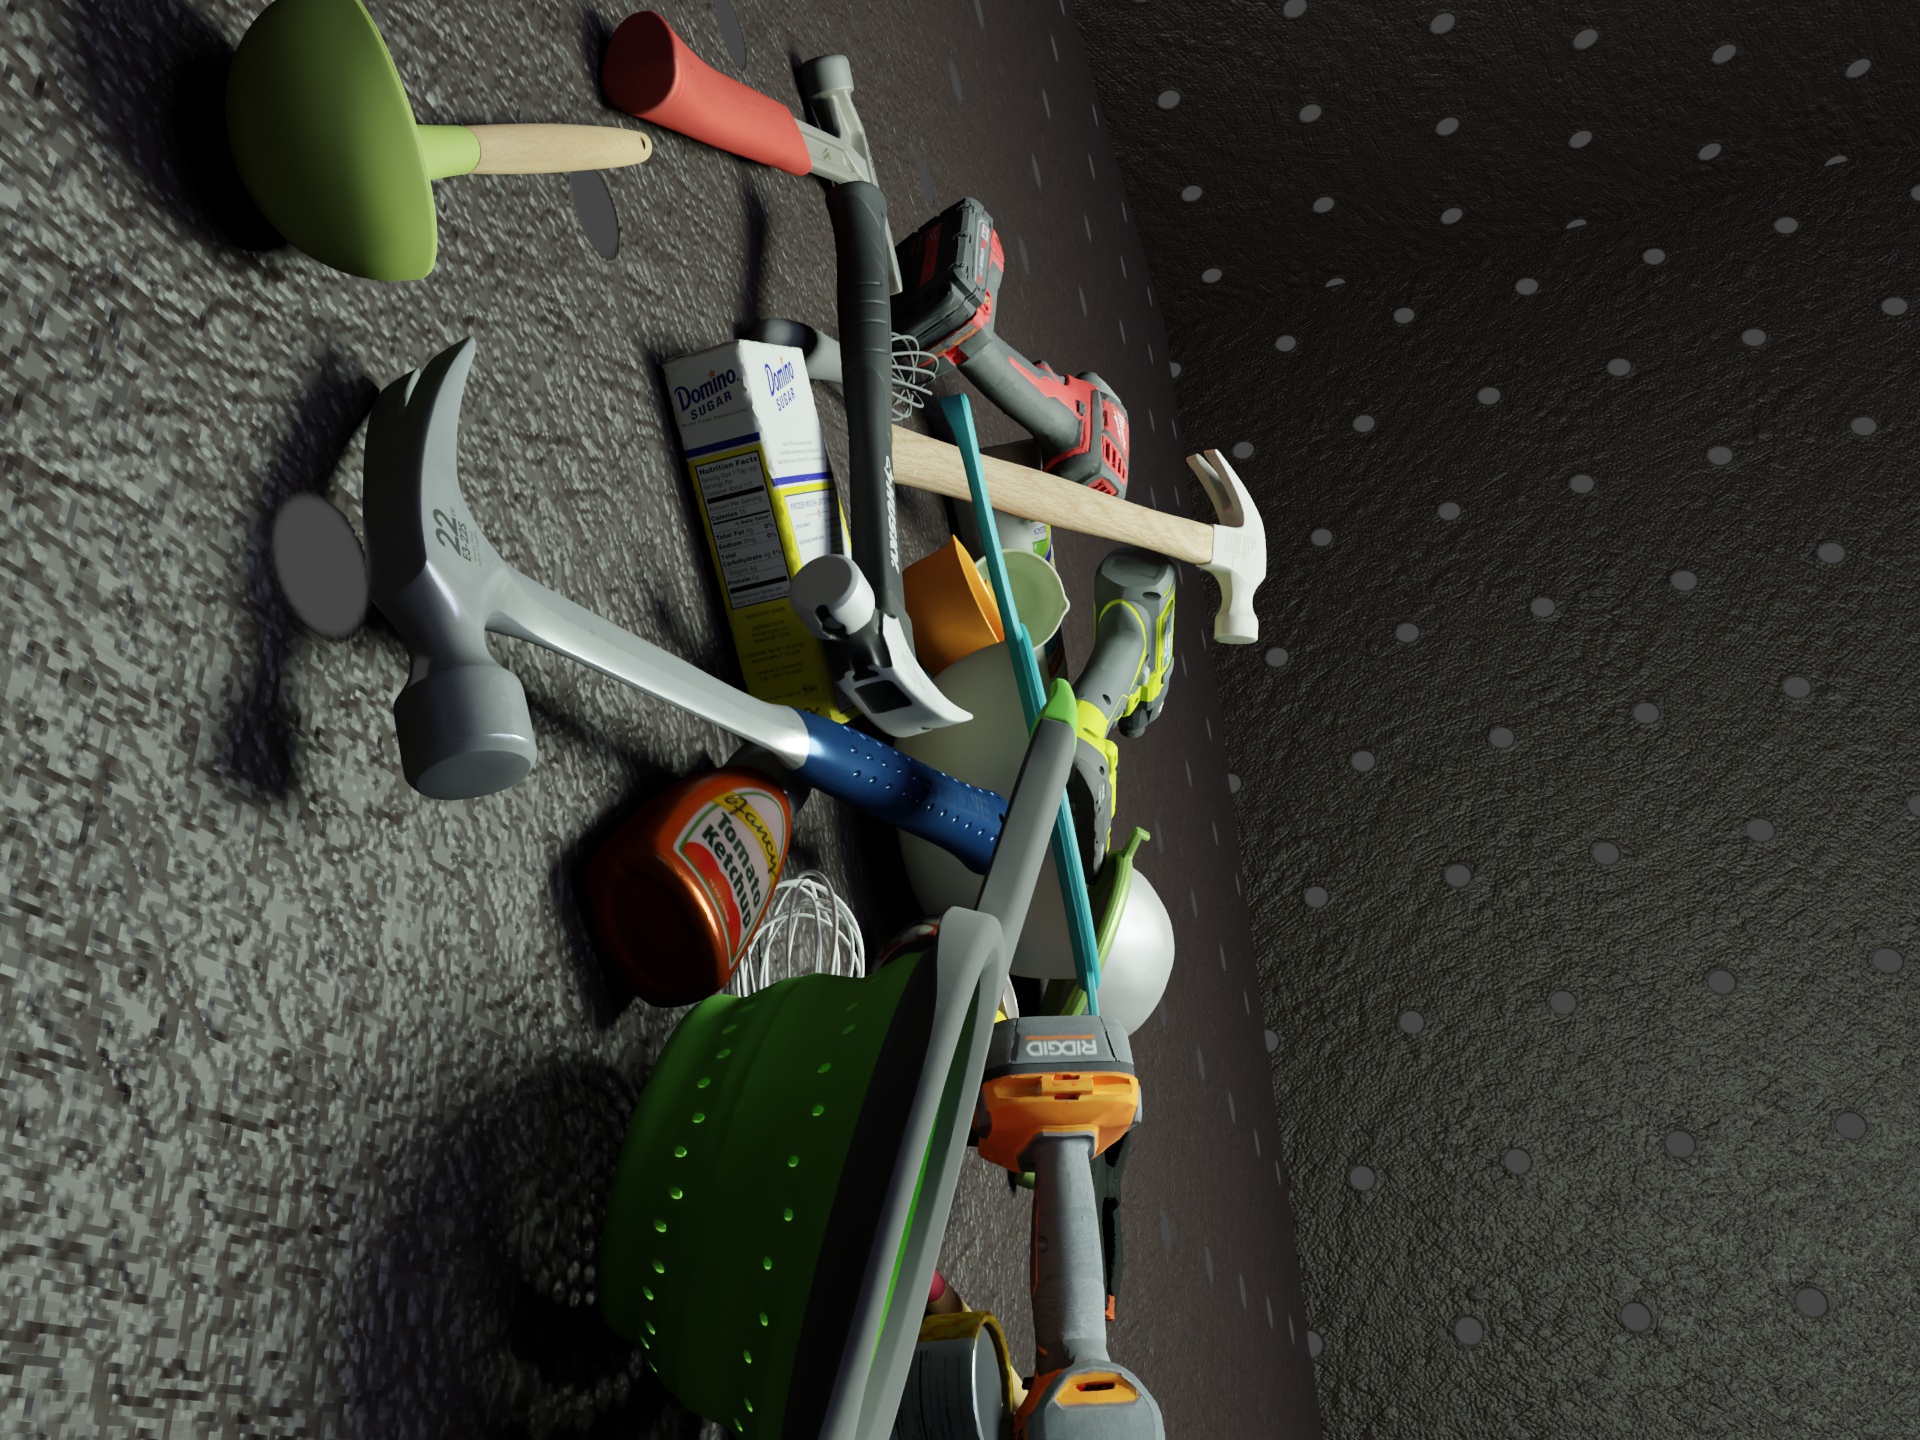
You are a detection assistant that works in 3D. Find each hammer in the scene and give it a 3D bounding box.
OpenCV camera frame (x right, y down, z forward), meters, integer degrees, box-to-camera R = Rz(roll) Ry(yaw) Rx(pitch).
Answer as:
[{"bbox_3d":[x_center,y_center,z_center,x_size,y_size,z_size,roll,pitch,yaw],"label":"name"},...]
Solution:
[{"bbox_3d":[-0.043,-0.145,0.789,0.146,0.035,0.335,57,24,-53],"label":"hammer"},{"bbox_3d":[0.082,-0.144,1.068,0.331,0.031,0.130,11,79,-35],"label":"hammer"},{"bbox_3d":[-0.071,-0.002,0.600,0.405,0.035,0.144,32,37,-62],"label":"hammer"},{"bbox_3d":[-0.101,-0.306,0.854,0.359,0.037,0.149,-49,127,-73],"label":"hammer"}]

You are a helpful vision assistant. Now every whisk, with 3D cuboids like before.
[{"bbox_3d":[-0.067,0.176,0.623,0.057,0.059,0.247,18,60,-32],"label":"whisk"},{"bbox_3d":[-0.064,-0.204,0.906,0.239,0.055,0.055,-20,99,-72],"label":"whisk"}]

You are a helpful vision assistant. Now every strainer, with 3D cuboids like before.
[{"bbox_3d":[0.097,0.209,1.085,0.151,0.069,0.257,114,-3,-51],"label":"strainer"},{"bbox_3d":[-0.001,-0.003,0.875,0.211,0.095,0.340,-99,175,-72],"label":"strainer"}]

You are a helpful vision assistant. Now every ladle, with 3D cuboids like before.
[{"bbox_3d":[-0.006,0.295,0.803,0.315,0.031,0.069,67,19,-46],"label":"ladle"},{"bbox_3d":[-0.150,-0.199,0.546,0.320,0.062,0.078,-70,147,-69],"label":"ladle"}]

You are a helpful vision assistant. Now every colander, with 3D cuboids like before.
[{"bbox_3d":[-0.035,0.103,0.576,0.397,0.094,0.204,-68,169,-50],"label":"colander"}]

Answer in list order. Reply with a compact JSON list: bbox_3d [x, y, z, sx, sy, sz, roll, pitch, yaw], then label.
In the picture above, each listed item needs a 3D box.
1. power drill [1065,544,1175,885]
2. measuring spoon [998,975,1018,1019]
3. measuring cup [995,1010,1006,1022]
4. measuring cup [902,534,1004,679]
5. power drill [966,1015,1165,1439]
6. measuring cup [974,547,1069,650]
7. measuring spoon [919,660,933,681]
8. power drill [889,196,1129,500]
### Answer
[{"bbox_3d":[0.100,0.004,1.155,0.171,0.080,0.223,85,27,-45],"label":"power drill"},{"bbox_3d":[0.016,0.142,1.039,0.034,0.018,0.124,50,25,-63],"label":"measuring spoon"},{"bbox_3d":[0.016,0.159,0.978,0.062,0.029,0.157,61,25,-52],"label":"measuring cup"},{"bbox_3d":[-0.003,-0.068,1.028,0.095,0.052,0.173,63,7,-6],"label":"measuring cup"},{"bbox_3d":[0.050,0.282,0.812,0.164,0.084,0.227,100,-12,-60],"label":"power drill"},{"bbox_3d":[0.032,-0.042,1.150,0.038,0.083,0.167,-115,-151,-80],"label":"measuring cup"},{"bbox_3d":[0.000,-0.023,1.067,0.128,0.021,0.042,51,32,-62],"label":"measuring spoon"},{"bbox_3d":[0.042,-0.252,1.129,0.219,0.078,0.143,41,37,-33],"label":"power drill"}]
